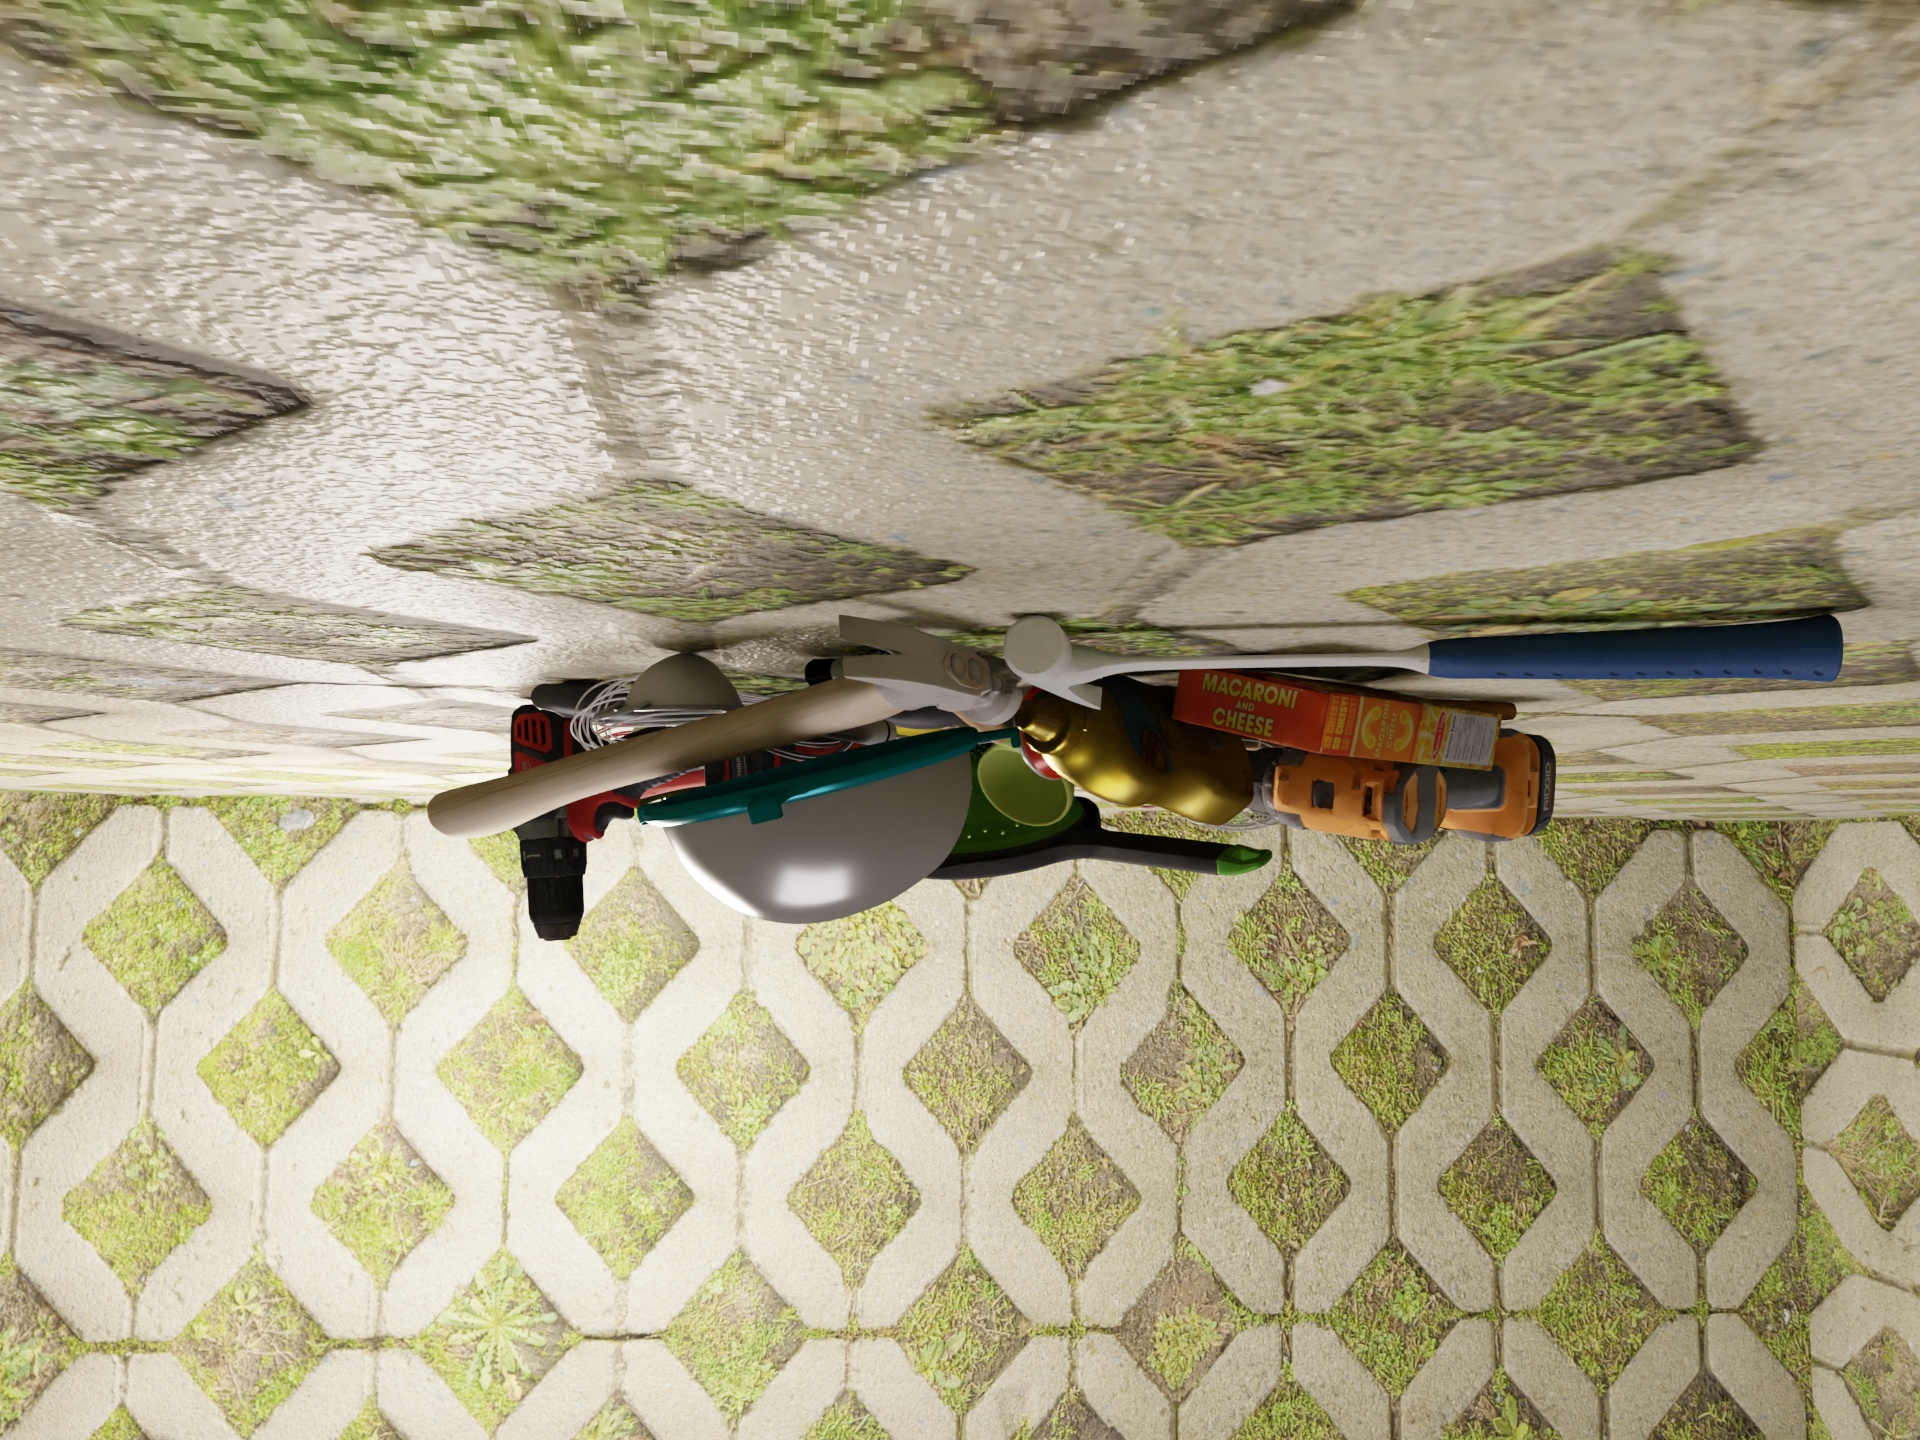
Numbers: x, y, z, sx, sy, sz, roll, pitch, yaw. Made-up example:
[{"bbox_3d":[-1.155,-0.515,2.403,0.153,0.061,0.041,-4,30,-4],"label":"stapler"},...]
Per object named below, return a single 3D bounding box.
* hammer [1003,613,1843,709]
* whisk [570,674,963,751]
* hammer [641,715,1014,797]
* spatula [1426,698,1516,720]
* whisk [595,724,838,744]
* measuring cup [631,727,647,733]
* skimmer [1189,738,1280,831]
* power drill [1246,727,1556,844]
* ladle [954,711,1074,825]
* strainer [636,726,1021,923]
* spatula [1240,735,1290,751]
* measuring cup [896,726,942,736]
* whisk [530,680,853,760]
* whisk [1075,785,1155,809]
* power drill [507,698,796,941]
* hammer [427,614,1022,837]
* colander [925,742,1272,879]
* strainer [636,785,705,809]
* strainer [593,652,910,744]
[{"bbox_3d":[0.234,-0.033,0.838,0.405,0.035,0.144,-1,174,13],"label":"hammer"},{"bbox_3d":[-0.124,-0.004,1.100,0.284,0.070,0.070,-3,176,-18],"label":"whisk"},{"bbox_3d":[-0.106,0.029,1.314,0.359,0.037,0.149,-7,173,4],"label":"hammer"},{"bbox_3d":[0.253,0.001,1.155,0.322,0.041,0.081,0,-174,-11],"label":"spatula"},{"bbox_3d":[-0.208,0.028,1.433,0.296,0.073,0.073,-6,175,-4],"label":"whisk"},{"bbox_3d":[-0.207,0.007,1.343,0.167,0.038,0.083,-17,162,25],"label":"measuring cup"},{"bbox_3d":[0.163,0.031,1.444,0.127,0.090,0.363,48,162,-27],"label":"skimmer"},{"bbox_3d":[0.304,0.045,1.162,0.226,0.084,0.185,-2,-175,-42],"label":"power drill"},{"bbox_3d":[0.015,0.014,1.098,0.078,0.062,0.320,17,171,21],"label":"ladle"},{"bbox_3d":[-0.119,0.080,1.029,0.211,0.095,0.340,-15,-178,-37],"label":"strainer"},{"bbox_3d":[0.290,0.032,1.464,0.317,0.044,0.082,0,178,15],"label":"spatula"},{"bbox_3d":[-0.002,-0.004,1.185,0.156,0.029,0.062,-2,174,40],"label":"measuring cup"},{"bbox_3d":[-0.187,-0.004,1.145,0.239,0.055,0.055,6,173,-13],"label":"whisk"},{"bbox_3d":[0.106,0.040,1.230,0.051,0.047,0.245,1,180,-19],"label":"whisk"},{"bbox_3d":[-0.244,0.073,1.239,0.227,0.188,0.080,-5,175,12],"label":"power drill"},{"bbox_3d":[-0.173,0.016,0.928,0.410,0.038,0.146,-15,164,31],"label":"hammer"},{"bbox_3d":[0.084,0.070,1.383,0.397,0.094,0.204,4,-162,39],"label":"colander"},{"bbox_3d":[-0.167,0.066,1.502,0.256,0.069,0.151,-5,-163,14],"label":"strainer"},{"bbox_3d":[-0.124,-0.007,1.021,0.087,0.050,0.258,1,173,42],"label":"strainer"}]
